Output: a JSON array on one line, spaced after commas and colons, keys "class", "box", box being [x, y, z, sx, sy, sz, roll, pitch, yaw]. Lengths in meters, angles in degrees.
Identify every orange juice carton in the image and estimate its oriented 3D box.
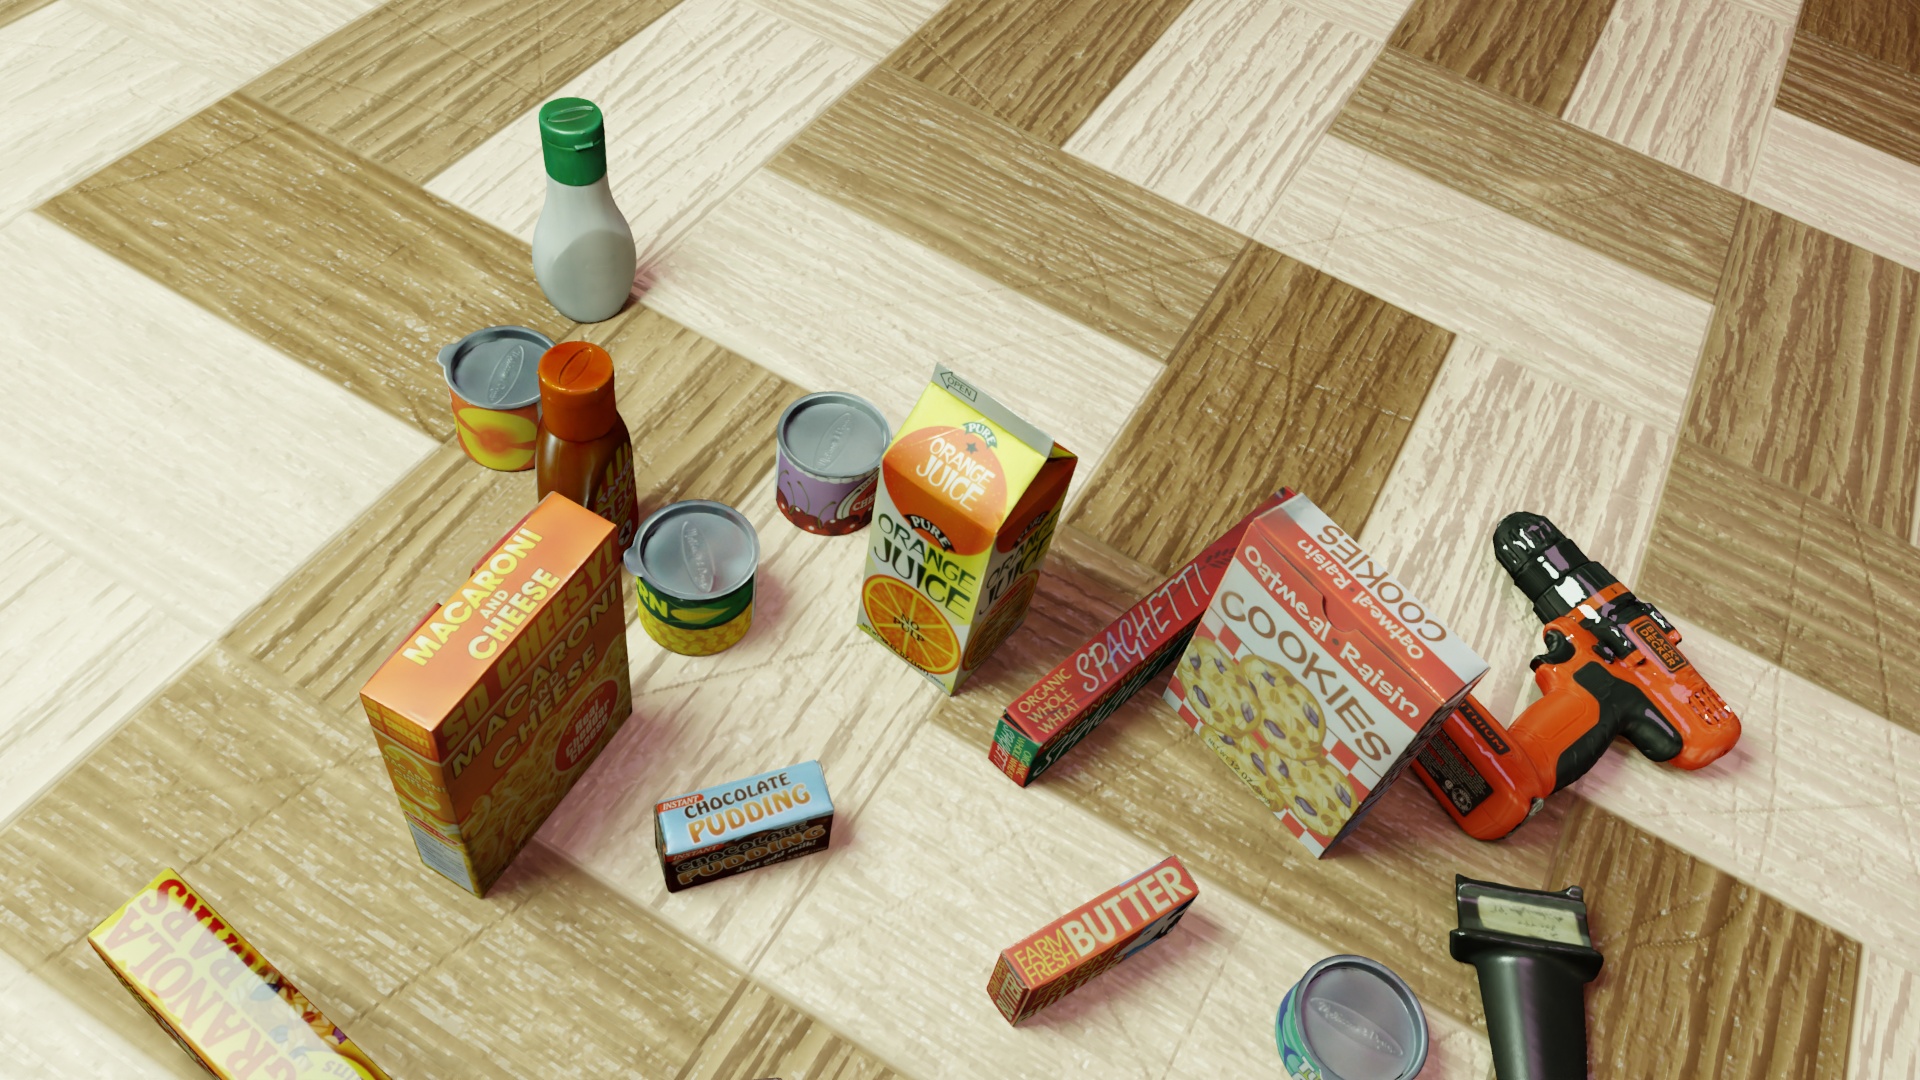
[{"class": "orange juice carton", "box": [0.003, -0.009, 0.723, 0.072, 0.191, 0.073, 35, 55, 16]}]

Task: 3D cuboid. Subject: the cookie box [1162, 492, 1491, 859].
[{"class": "cookie box", "box": [0.177, 0.073, 0.709, 0.040, 0.166, 0.123, -30, 63, -28]}]

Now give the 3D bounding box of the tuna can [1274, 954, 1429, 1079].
[{"class": "tuna can", "box": [0.186, 0.239, 0.668, 0.071, 0.032, 0.071, 5, 52, -7]}]

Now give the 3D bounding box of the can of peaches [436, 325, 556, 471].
[{"class": "can of peaches", "box": [-0.267, -0.083, 0.815, 0.071, 0.057, 0.071, 5, 52, -7]}]

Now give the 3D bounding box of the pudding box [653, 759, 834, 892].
[{"class": "pudding box", "box": [-0.106, 0.139, 0.680, 0.084, 0.049, 0.030, -12, 56, -19]}]

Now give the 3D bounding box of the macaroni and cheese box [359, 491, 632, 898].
[{"class": "macaroni and cheese box", "box": [-0.205, 0.074, 0.637, 0.040, 0.165, 0.124, 27, 53, 10]}]

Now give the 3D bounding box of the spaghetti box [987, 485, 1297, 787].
[{"class": "spaghetti box", "box": [0.113, 0.050, 0.789, 0.251, 0.050, 0.029, -35, 66, -31]}]

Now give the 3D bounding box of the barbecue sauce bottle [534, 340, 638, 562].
[{"class": "barbecue sauce bottle", "box": [-0.200, -0.042, 0.739, 0.044, 0.147, 0.065, 20, 52, 5]}]

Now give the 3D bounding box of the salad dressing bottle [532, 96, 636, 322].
[{"class": "salad dressing bottle", "box": [-0.234, -0.201, 0.855, 0.064, 0.146, 0.044, -22, 60, -24]}]

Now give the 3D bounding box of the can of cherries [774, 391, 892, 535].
[{"class": "can of cherries", "box": [-0.074, -0.044, 0.820, 0.071, 0.058, 0.072, 5, 52, -7]}]

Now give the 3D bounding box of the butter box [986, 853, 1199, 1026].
[{"class": "butter box", "box": [0.064, 0.192, 0.668, 0.104, 0.052, 0.024, -22, 60, -25]}]

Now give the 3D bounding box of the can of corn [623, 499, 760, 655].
[{"class": "can of corn", "box": [-0.146, 0.021, 0.757, 0.071, 0.058, 0.071, 5, 52, -7]}]

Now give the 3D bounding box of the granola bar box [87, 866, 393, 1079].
[{"class": "granola bar box", "box": [-0.257, 0.216, 0.545, 0.166, 0.123, 0.039, 35, 55, 16]}]
